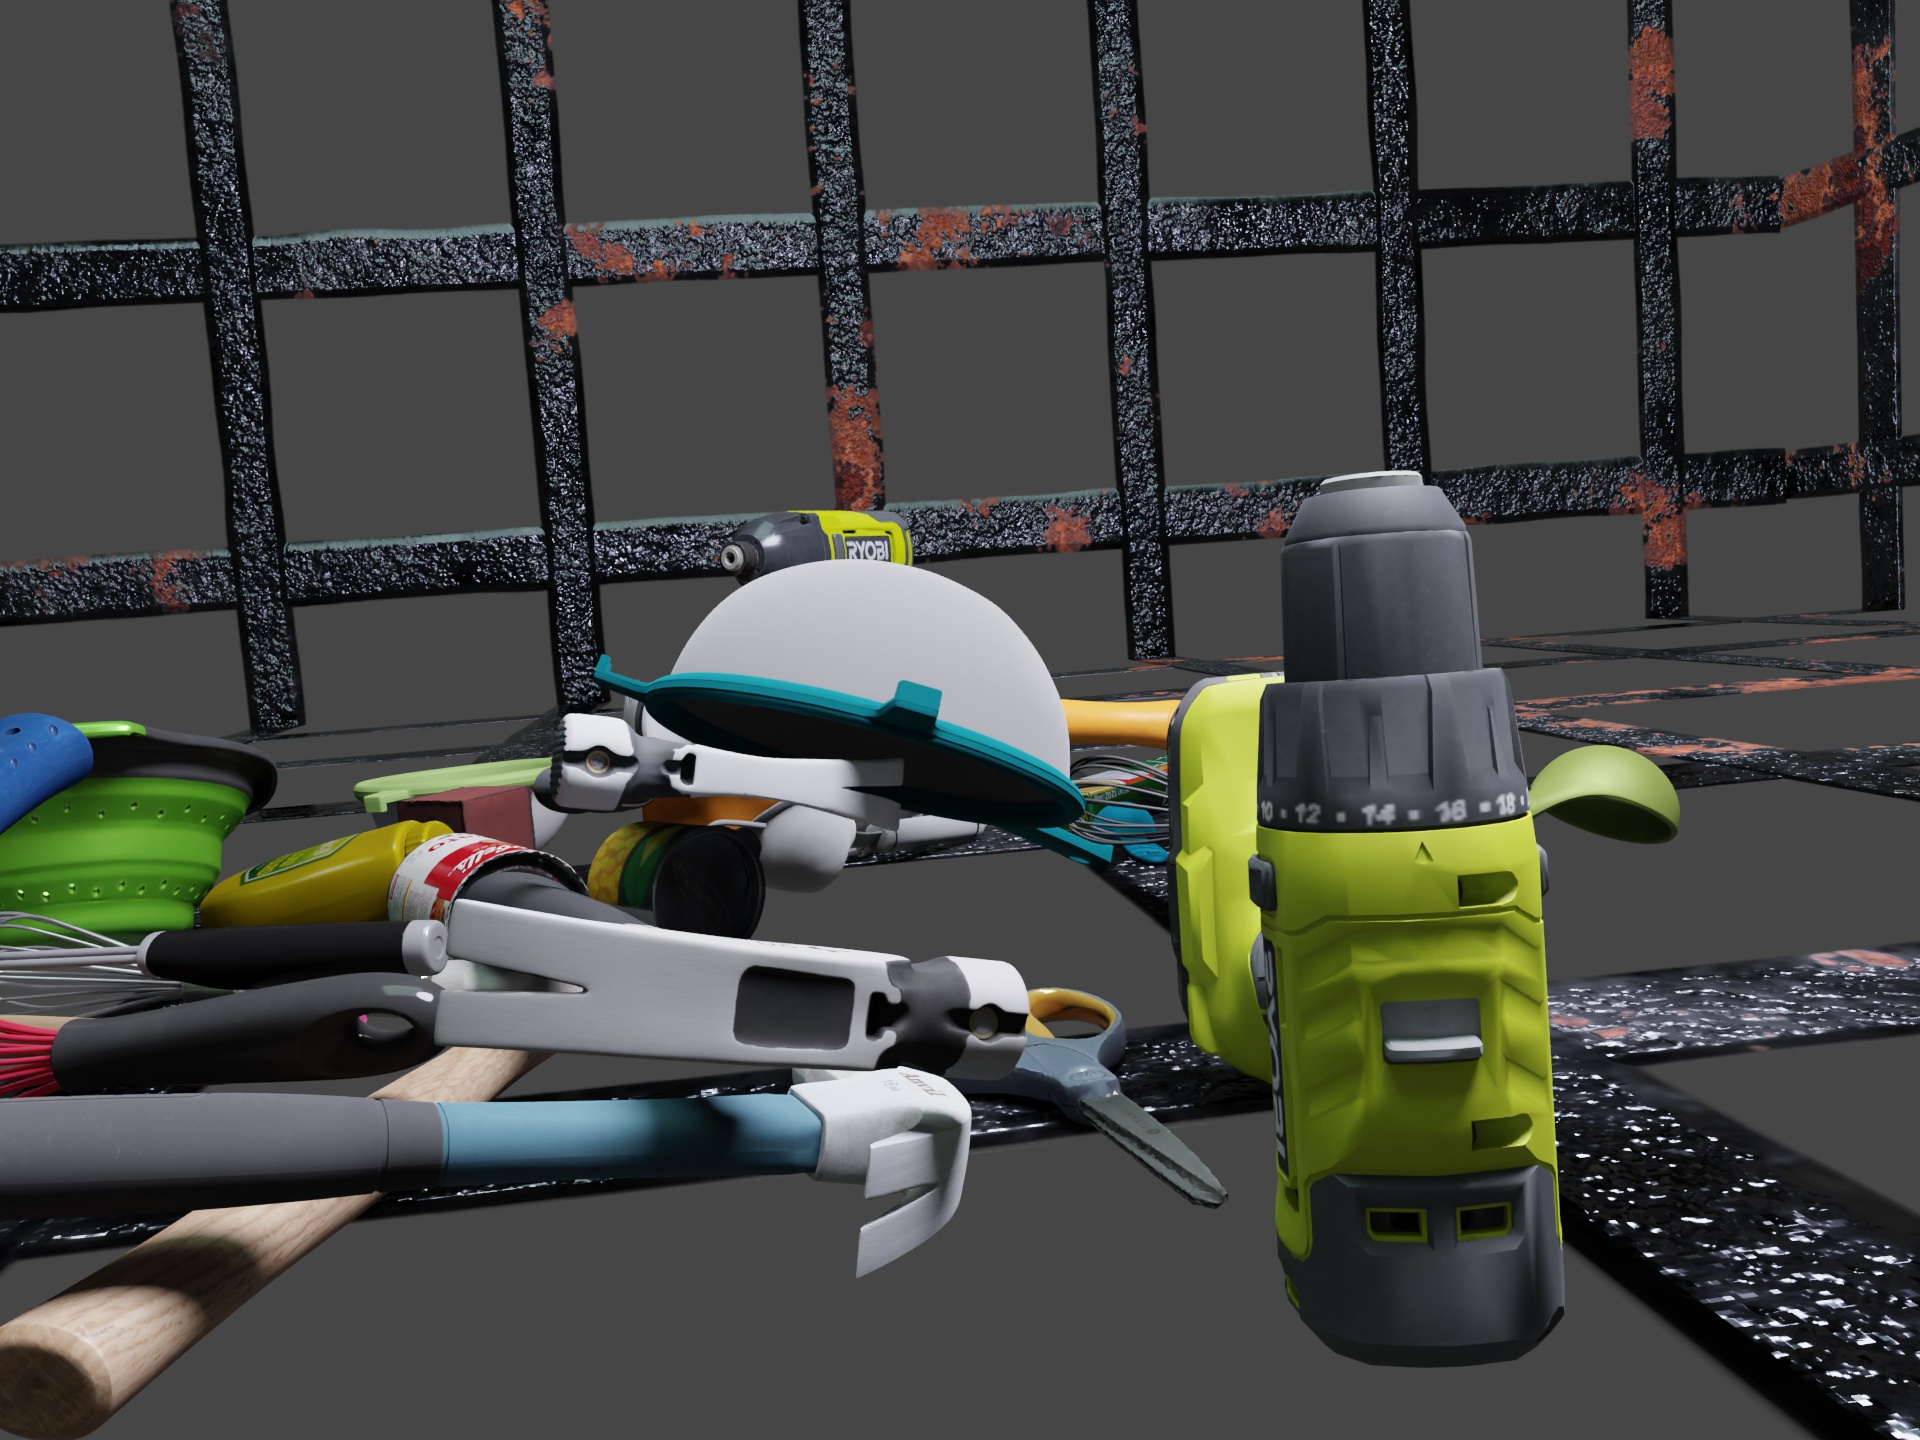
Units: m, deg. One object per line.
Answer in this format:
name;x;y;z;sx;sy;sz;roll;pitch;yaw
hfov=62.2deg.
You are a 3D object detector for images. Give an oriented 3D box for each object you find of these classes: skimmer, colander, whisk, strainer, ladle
skimmer;-0.389;0.071;0.644;0.363;0.090;0.127;-3;19;8
colander;-0.484;0.095;0.895;0.204;0.094;0.397;-6;-12;-20
whisk;-0.296;0.109;0.504;0.296;0.073;0.073;-8;4;10
strainer;-0.001;-0.003;0.802;0.211;0.095;0.340;6;-13;35
whisk;-0.346;0.115;0.706;0.246;0.058;0.059;1;-24;7
whisk;0.158;0.057;0.907;0.239;0.055;0.055;8;11;30
ladle;0.253;0.072;0.796;0.320;0.062;0.078;-16;13;-35
strainer;-0.051;0.072;0.966;0.087;0.050;0.258;-50;-25;25
strainer;-0.276;0.062;1.087;0.256;0.069;0.151;-5;3;-19

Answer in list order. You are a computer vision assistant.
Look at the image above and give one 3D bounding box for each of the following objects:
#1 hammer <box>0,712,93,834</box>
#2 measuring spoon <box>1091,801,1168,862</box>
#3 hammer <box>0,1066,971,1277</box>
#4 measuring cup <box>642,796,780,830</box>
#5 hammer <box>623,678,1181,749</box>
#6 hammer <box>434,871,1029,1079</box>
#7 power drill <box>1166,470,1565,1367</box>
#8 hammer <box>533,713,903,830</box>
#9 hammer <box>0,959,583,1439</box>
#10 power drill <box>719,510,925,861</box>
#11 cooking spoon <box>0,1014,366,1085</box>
hammer;-0.369;0.090;0.448;0.144;0.035;0.406;-6;23;1
measuring spoon;0.109;0.067;0.984;0.042;0.021;0.128;-4;6;-5
hammer;-0.147;0.107;0.401;0.330;0.033;0.128;6;3;-27
measuring cup;-0.177;0.069;0.972;0.173;0.095;0.052;-24;-4;42
hammer;-0.024;0.000;0.921;0.336;0.034;0.127;1;4;-18
hammer;-0.122;0.074;0.531;0.146;0.035;0.335;10;-6;-27
power drill;0.103;0.039;0.436;0.080;0.190;0.228;-4;1;4
hammer;-0.159;0.033;0.806;0.149;0.036;0.409;7;-6;-22
hammer;-0.174;0.128;0.508;0.130;0.031;0.331;-4;6;9
power drill;-0.091;-0.025;1.042;0.080;0.223;0.171;-1;6;31
cooking spoon;-0.342;0.124;0.618;0.319;0.017;0.069;-6;12;34
